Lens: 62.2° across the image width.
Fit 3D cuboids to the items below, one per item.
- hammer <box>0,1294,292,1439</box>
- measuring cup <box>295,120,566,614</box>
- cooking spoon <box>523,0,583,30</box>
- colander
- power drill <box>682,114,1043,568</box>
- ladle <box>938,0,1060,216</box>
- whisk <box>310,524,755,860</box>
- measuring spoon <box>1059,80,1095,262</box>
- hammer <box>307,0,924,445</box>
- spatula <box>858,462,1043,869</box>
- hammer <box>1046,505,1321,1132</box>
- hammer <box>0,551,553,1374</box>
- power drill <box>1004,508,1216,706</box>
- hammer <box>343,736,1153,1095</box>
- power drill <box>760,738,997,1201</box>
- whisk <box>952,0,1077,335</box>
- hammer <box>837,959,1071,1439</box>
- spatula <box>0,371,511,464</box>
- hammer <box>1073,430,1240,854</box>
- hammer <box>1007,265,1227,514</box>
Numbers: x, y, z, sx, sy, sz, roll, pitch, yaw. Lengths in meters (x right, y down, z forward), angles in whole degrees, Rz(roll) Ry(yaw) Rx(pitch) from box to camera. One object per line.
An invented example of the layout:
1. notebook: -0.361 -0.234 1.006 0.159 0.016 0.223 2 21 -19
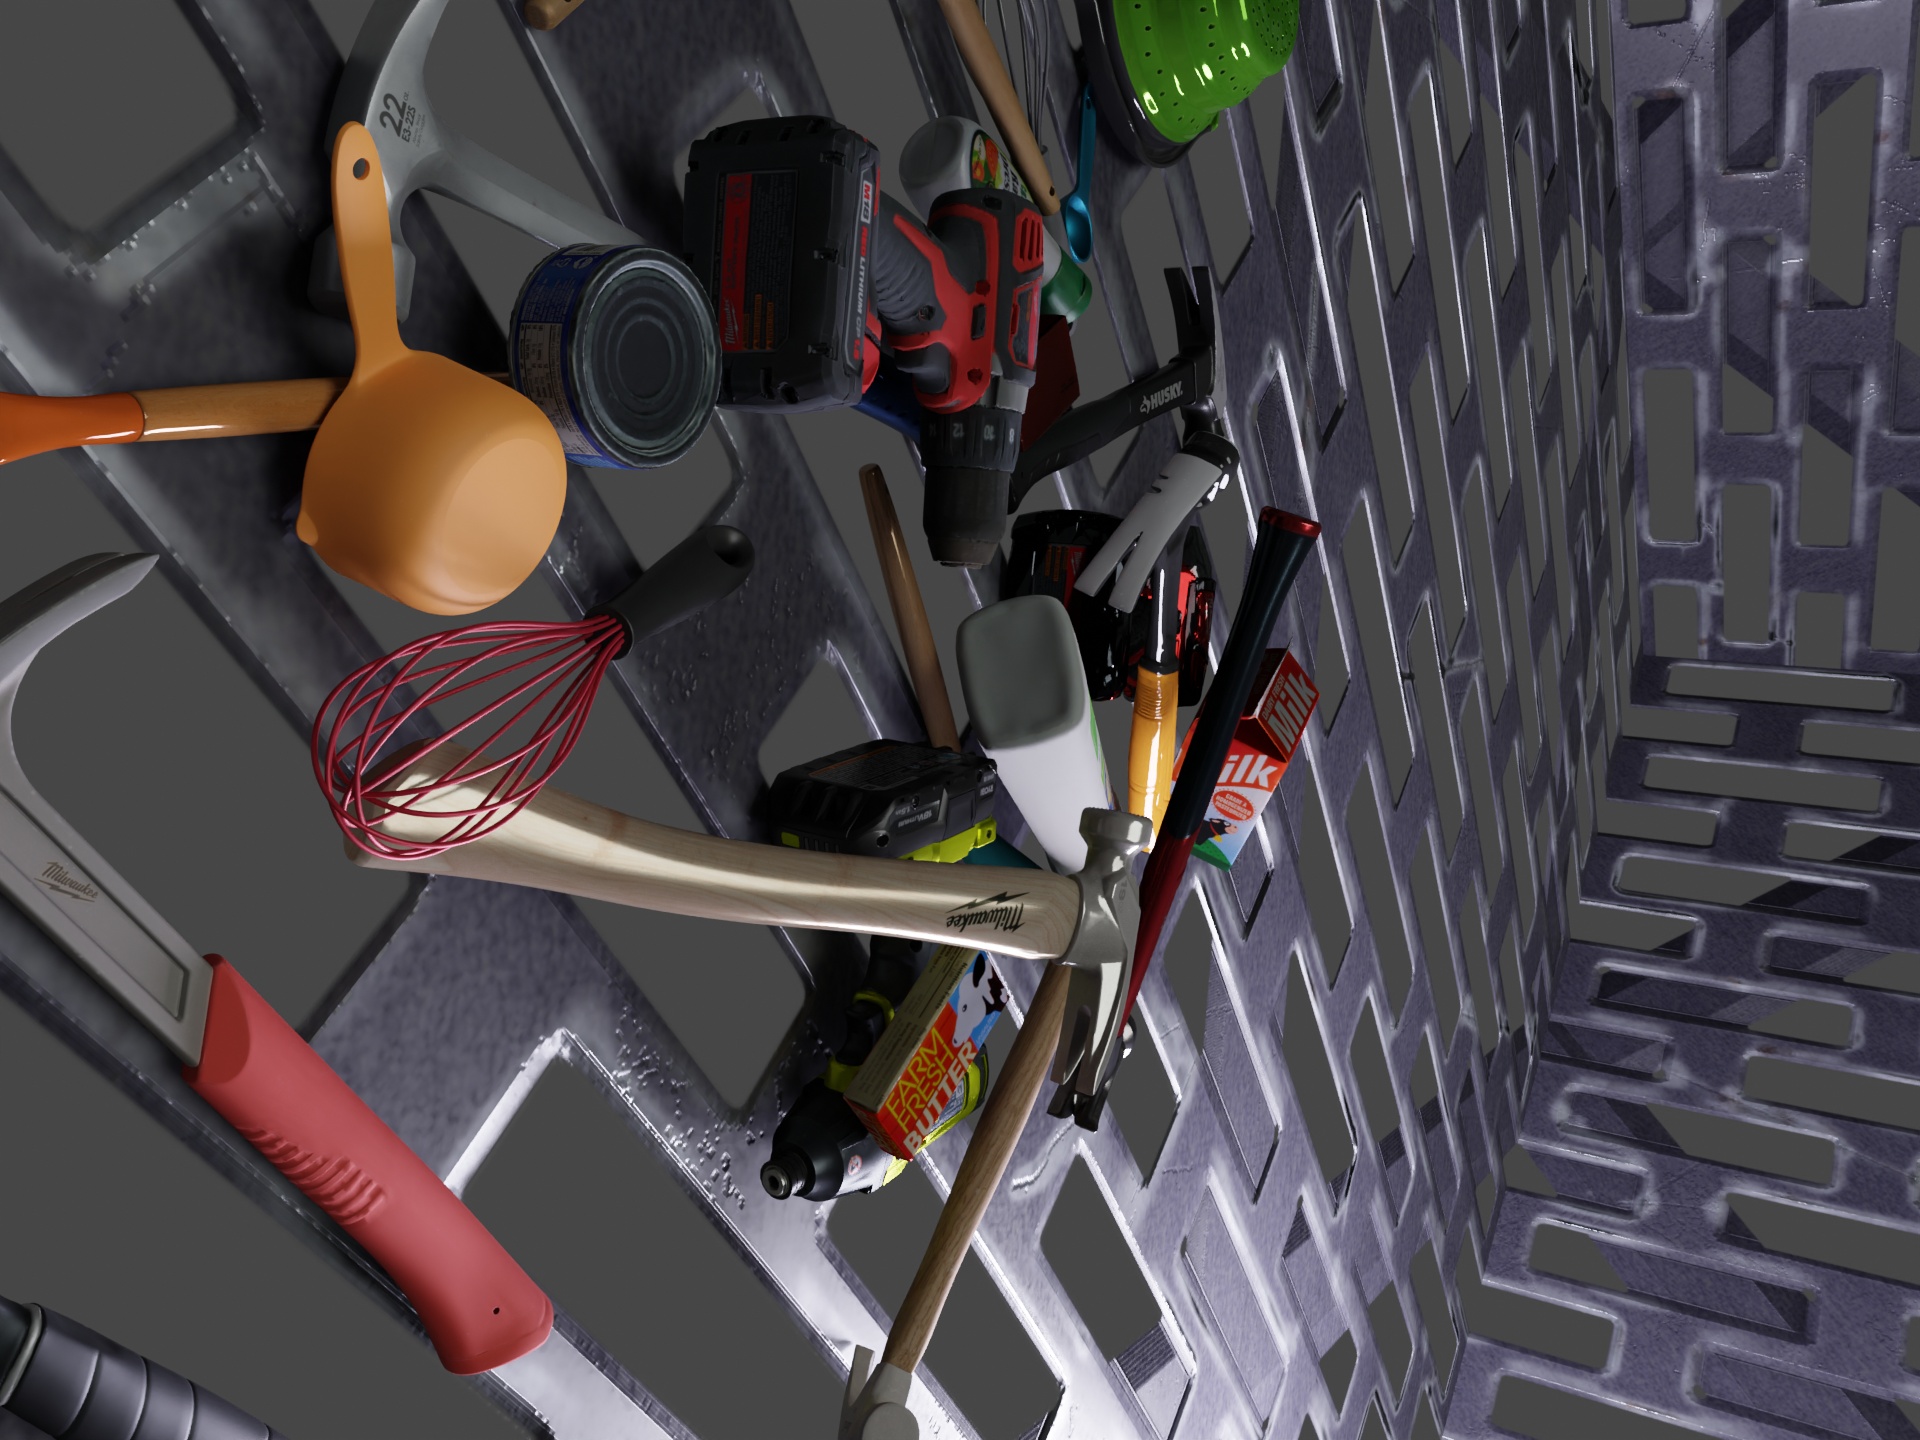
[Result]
1. hammer: -0.285 0.171 0.462 0.149 0.036 0.408 -45 138 -21
2. measuring cup: -0.177 -0.111 0.537 0.095 0.052 0.173 -48 157 -41
3. cooking spoon: -0.101 -0.392 0.701 0.319 0.017 0.068 -62 140 -32
4. colander: 0.117 -0.470 0.968 0.397 0.094 0.204 -4 96 -58
5. power drill: -0.031 -0.167 0.738 0.226 0.080 0.188 -6 101 -61
6. ladle: -0.001 -0.379 0.792 0.078 0.062 0.319 -62 143 -22
7. whisk: -0.148 -0.029 0.620 0.296 0.073 0.073 -51 138 -62
8. measuring spoon: 0.070 -0.346 1.001 0.042 0.021 0.129 34 57 -57
9. hammer: -0.106 -0.192 0.714 0.405 0.035 0.144 12 86 -59
10. spatula: -0.001 -0.003 0.914 0.082 0.044 0.317 -80 157 -58
11. hammer: 0.134 0.060 0.960 0.143 0.038 0.386 -38 147 -72
12. hammer: -0.236 0.118 0.556 0.149 0.037 0.358 -59 141 -35
13. power drill: 0.111 -0.080 1.059 0.219 0.078 0.143 -2 99 -62
14. hammer: -0.069 0.084 0.707 0.410 0.038 0.146 14 84 -40
15. power drill: -0.045 0.133 0.839 0.171 0.080 0.223 -19 114 -57
16. whisk: 0.037 -0.326 0.921 0.055 0.055 0.238 -57 145 -37
17. hammer: 0.011 0.260 0.913 0.331 0.031 0.130 -63 -178 -26
18. spatula: -0.250 -0.099 0.508 0.322 0.041 0.081 -26 118 -59
19. hammer: 0.116 -0.014 0.963 0.127 0.034 0.336 -52 155 -28
20. hammer: 0.099 -0.206 1.051 0.335 0.035 0.146 -35 125 -51
